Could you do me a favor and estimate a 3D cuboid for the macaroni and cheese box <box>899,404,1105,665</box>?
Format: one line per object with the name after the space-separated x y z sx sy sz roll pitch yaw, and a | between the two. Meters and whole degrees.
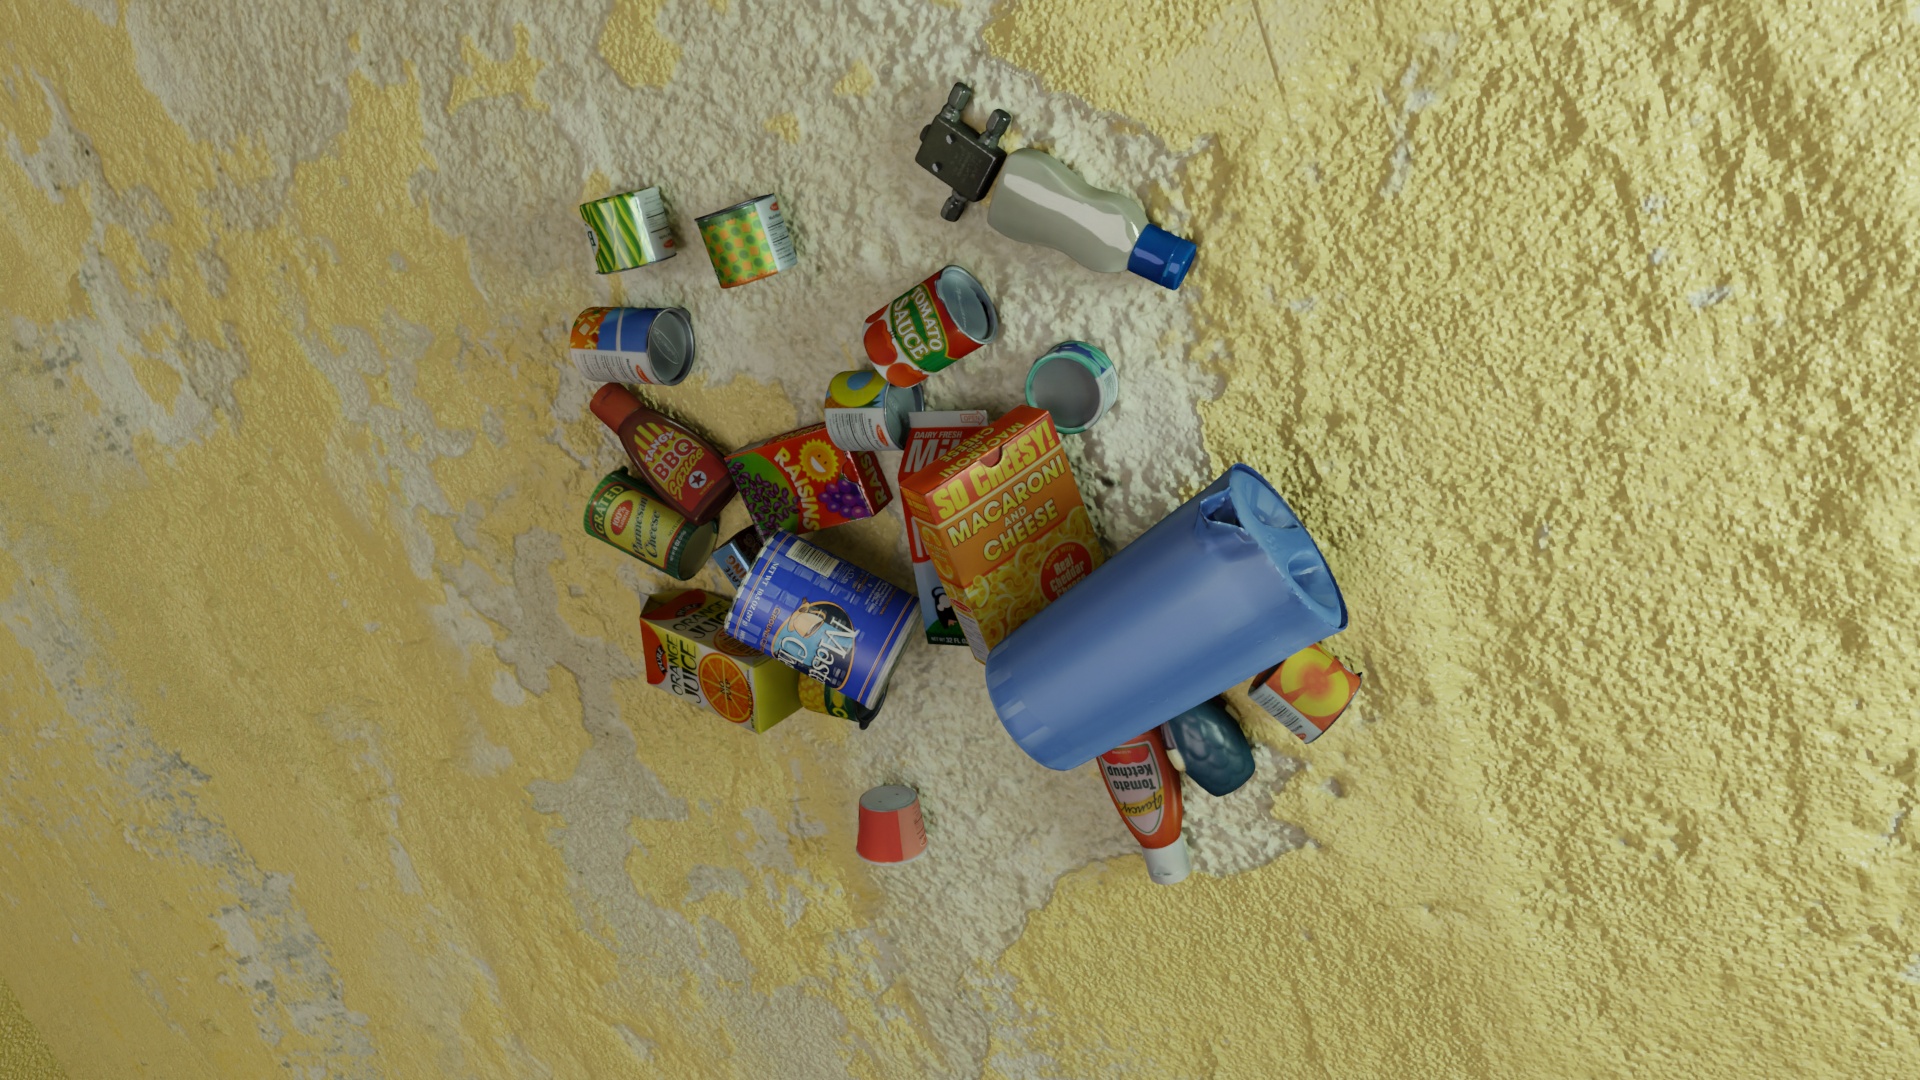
0.040 -0.001 1.060 0.040 0.124 0.165 22 141 54 | macaroni and cheese box

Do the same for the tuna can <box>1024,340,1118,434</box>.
0.082 -0.117 1.057 0.071 0.033 0.070 11 117 21 | tuna can

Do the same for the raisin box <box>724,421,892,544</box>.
-0.130 -0.053 1.188 0.123 0.040 0.086 -13 106 30 | raisin box

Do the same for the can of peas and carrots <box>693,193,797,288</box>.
-0.172 -0.237 1.104 0.071 0.071 0.058 -9 110 29 | can of peas and carrots

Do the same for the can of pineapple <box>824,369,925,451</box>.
-0.068 -0.106 1.118 0.058 0.071 0.070 1 114 26 | can of pineapple

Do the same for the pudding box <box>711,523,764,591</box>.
-0.180 0.031 1.245 0.030 0.050 0.083 -29 98 32 | pudding box

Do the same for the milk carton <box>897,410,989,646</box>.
0.004 -0.014 1.119 0.072 0.074 0.189 1 113 26 | milk carton

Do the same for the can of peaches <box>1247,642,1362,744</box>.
0.262 0.110 1.057 0.058 0.071 0.071 39 124 5 | can of peaches

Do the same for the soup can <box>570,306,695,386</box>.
-0.280 -0.170 1.193 0.084 0.072 0.071 6 116 25 | soup can

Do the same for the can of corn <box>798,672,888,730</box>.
-0.105 0.129 1.243 0.058 0.071 0.070 10 117 23 | can of corn

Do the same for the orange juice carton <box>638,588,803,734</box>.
-0.229 0.103 1.276 0.193 0.073 0.071 18 121 34 | orange juice carton

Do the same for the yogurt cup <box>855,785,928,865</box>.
-0.065 0.263 1.291 0.072 0.073 0.053 4 107 25 | yogurt cup

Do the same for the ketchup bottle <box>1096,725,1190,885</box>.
0.159 0.218 1.171 0.064 0.044 0.148 -9 109 29 | ketchup bottle

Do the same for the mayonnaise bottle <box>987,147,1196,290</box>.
0.095 -0.225 0.995 0.148 0.041 0.064 27 124 11 | mayonnaise bottle

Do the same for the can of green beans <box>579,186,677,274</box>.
-0.274 -0.256 1.146 0.071 0.071 0.057 -4 111 28 | can of green beans

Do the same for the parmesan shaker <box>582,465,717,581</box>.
-0.280 -0.016 1.264 0.103 0.071 0.071 25 122 13 | parmesan shaker

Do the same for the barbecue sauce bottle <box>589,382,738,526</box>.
-0.265 -0.082 1.231 0.149 0.043 0.065 41 84 11 | barbecue sauce bottle

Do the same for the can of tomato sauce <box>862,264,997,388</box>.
-0.025 -0.163 1.065 0.083 0.071 0.071 -26 100 34 | can of tomato sauce
